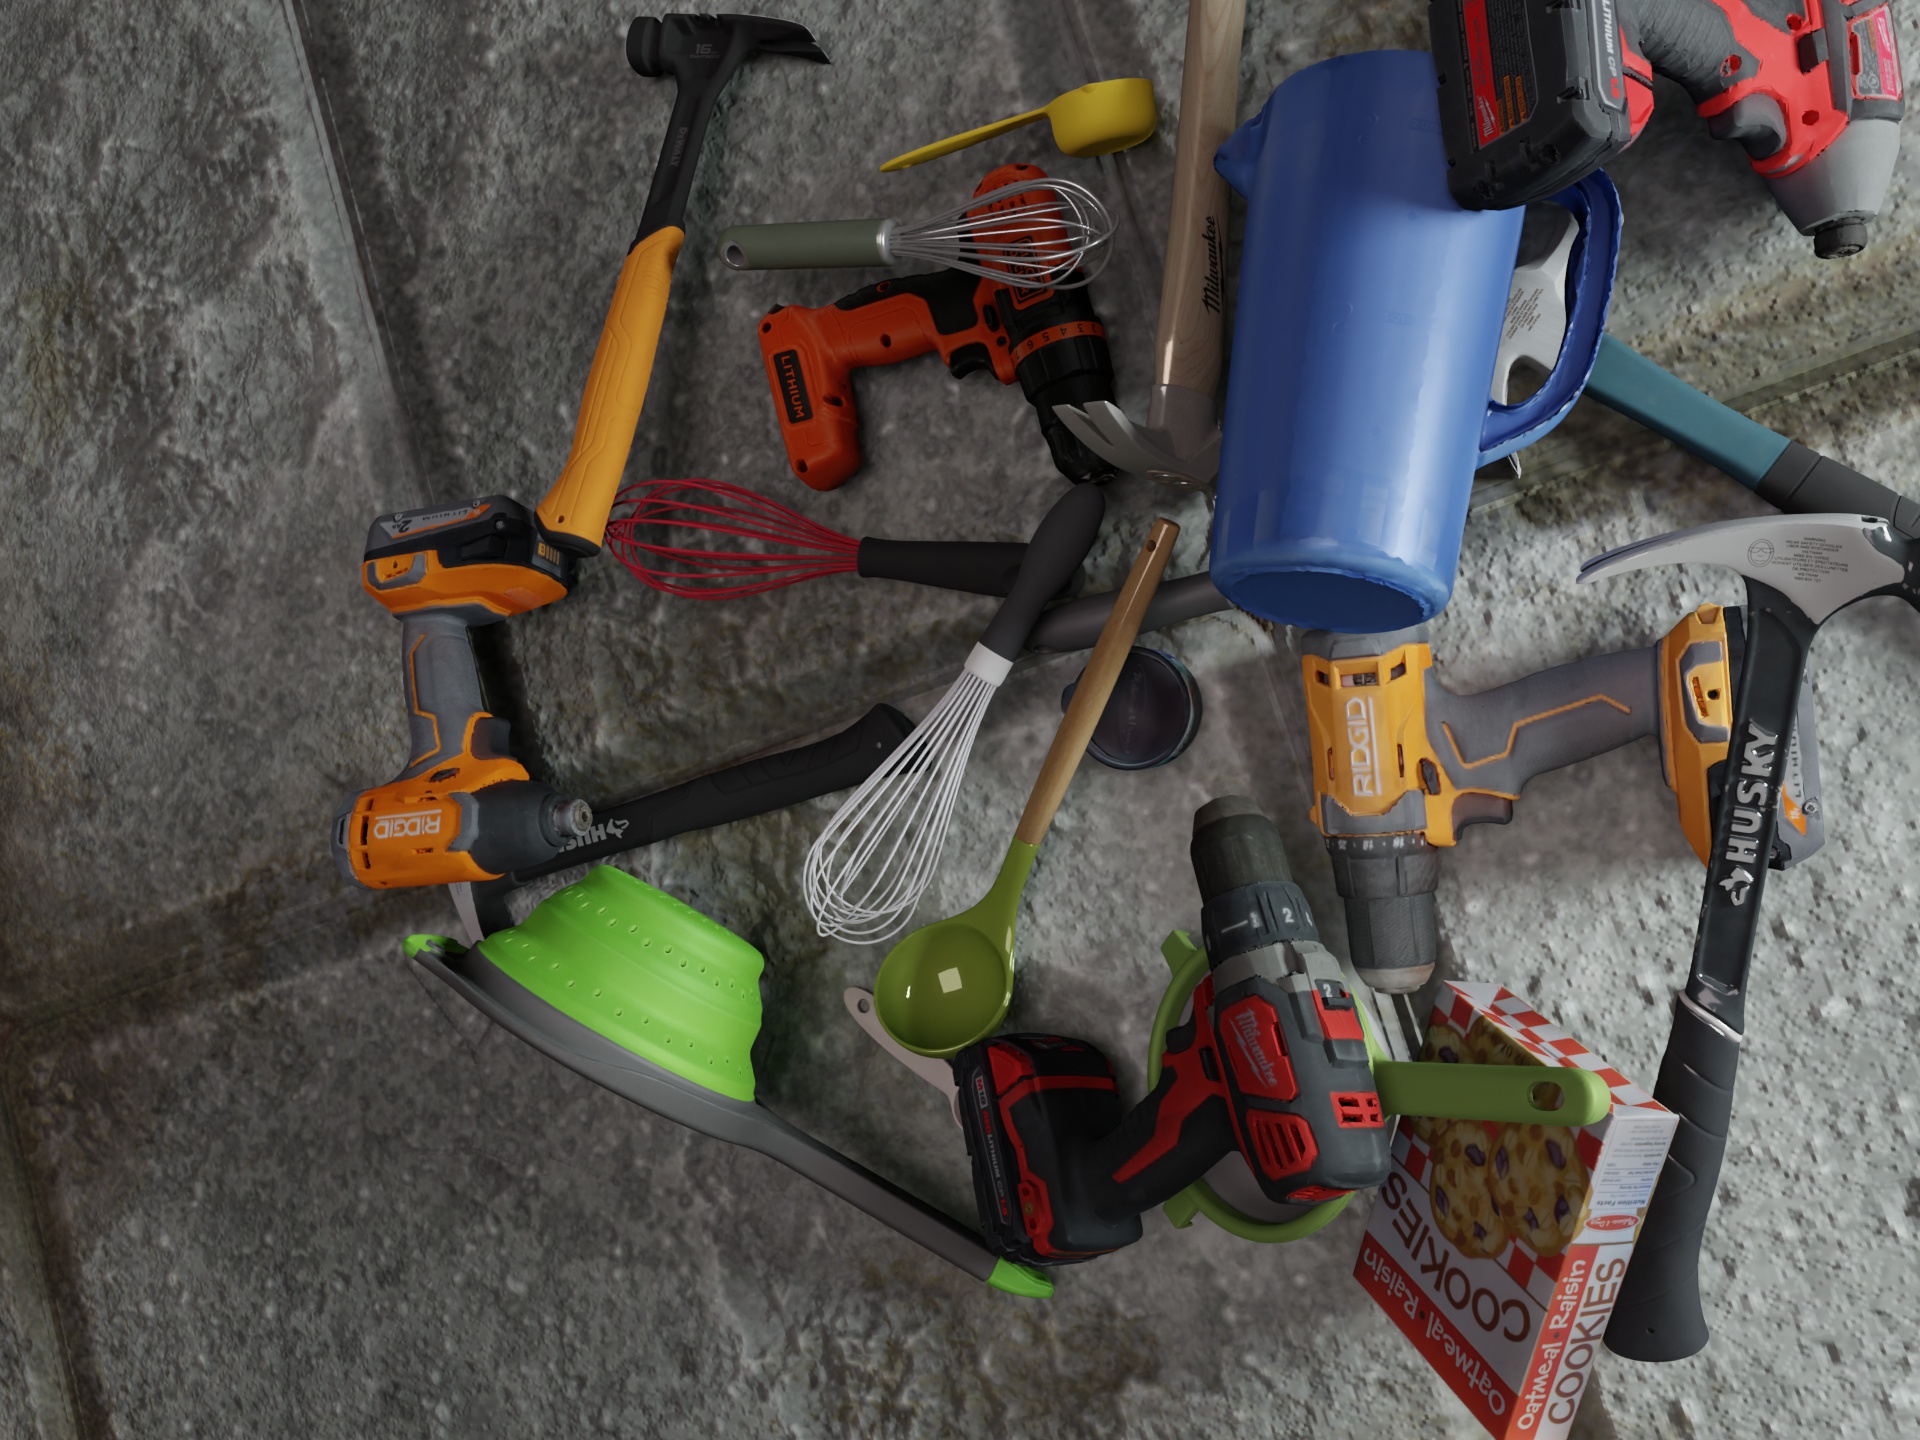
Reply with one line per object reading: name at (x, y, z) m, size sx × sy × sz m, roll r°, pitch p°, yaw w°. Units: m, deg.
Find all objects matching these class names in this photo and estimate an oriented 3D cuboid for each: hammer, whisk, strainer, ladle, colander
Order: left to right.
hammer at (-0.176, -0.256, 0.925) m, size 0.127 × 0.034 × 0.337 m, roll 10°, pitch 81°, yaw 21°
hammer at (-0.171, 0.060, 0.957) m, size 0.335 × 0.035 × 0.146 m, roll -17°, pitch 83°, yaw 21°
colander at (-0.106, 0.185, 0.881) m, size 0.397 × 0.204 × 0.094 m, roll 30°, pitch 81°, yaw 1°
whisk at (-0.073, -0.096, 0.908) m, size 0.296 × 0.073 × 0.073 m, roll 7°, pitch 92°, yaw 16°
whisk at (-0.029, -0.255, 0.844) m, size 0.246 × 0.059 × 0.057 m, roll 8°, pitch 135°, yaw 29°
whisk at (-0.001, -0.003, 0.855) m, size 0.070 × 0.070 × 0.284 m, roll 33°, pitch 97°, yaw 19°
ladle at (0.038, 0.040, 0.835) m, size 0.078 × 0.062 × 0.320 m, roll 36°, pitch 113°, yaw 33°
hammer at (0.121, -0.324, 0.800) m, size 0.038 × 0.146 × 0.411 m, roll 3°, pitch 85°, yaw 41°
whisk at (0.138, -0.069, 0.830) m, size 0.239 × 0.055 × 0.055 m, roll -13°, pitch 85°, yaw 25°
strainer at (0.199, 0.172, 0.753) m, size 0.256 × 0.069 × 0.151 m, roll -13°, pitch 72°, yaw 51°
hammer at (0.323, 0.110, 0.690) m, size 0.149 × 0.036 × 0.408 m, roll 10°, pitch 113°, yaw 24°
hammer at (0.389, -0.112, 0.736) m, size 0.331 × 0.033 × 0.128 m, roll 37°, pitch 102°, yaw 18°

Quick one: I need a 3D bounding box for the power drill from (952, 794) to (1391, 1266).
power drill at (0.096, 0.159, 0.777) m, size 0.226 × 0.080 × 0.188 m, roll -37°, pitch 54°, yaw 41°

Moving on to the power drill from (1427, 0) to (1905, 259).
power drill at (0.318, -0.275, 0.689) m, size 0.078 × 0.219 × 0.143 m, roll 168°, pitch 96°, yaw -66°

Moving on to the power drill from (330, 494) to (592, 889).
power drill at (-0.290, -0.015, 0.959) m, size 0.164 × 0.084 × 0.227 m, roll -6°, pitch 75°, yaw 21°

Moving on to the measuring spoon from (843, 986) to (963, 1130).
measuring spoon at (-0.019, 0.191, 0.909) m, size 0.124 × 0.018 × 0.034 m, roll 36°, pitch 102°, yaw 25°

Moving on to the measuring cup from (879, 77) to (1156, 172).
measuring cup at (0.031, -0.311, 0.865) m, size 0.156 × 0.062 × 0.029 m, roll -11°, pitch 97°, yaw 18°

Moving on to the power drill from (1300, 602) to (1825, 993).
power drill at (0.280, 0.036, 0.756) m, size 0.226 × 0.084 × 0.185 m, roll -5°, pitch 90°, yaw 25°
